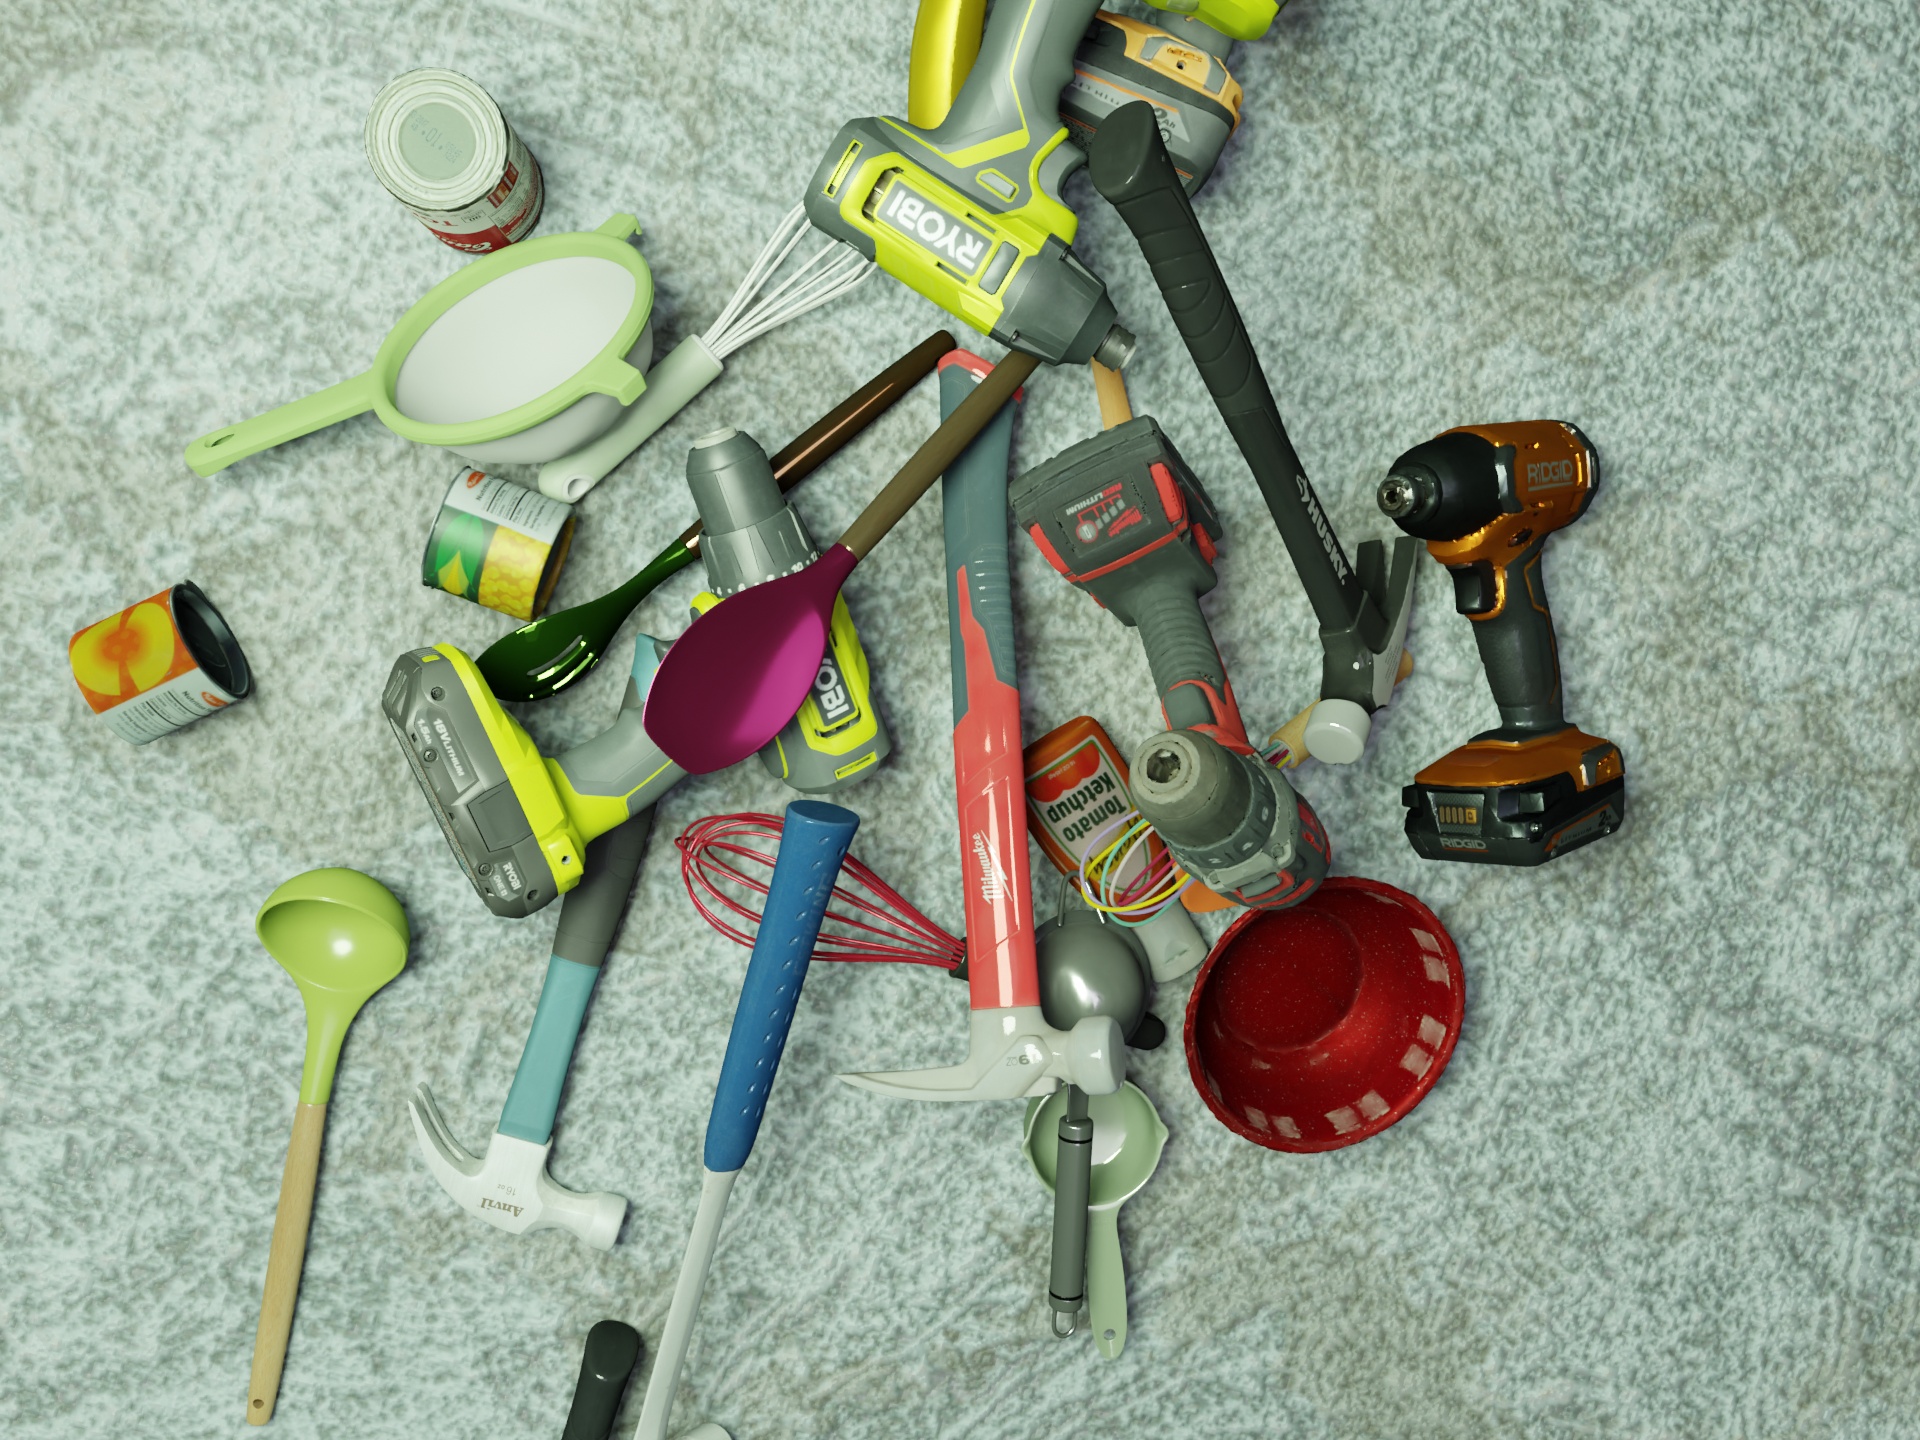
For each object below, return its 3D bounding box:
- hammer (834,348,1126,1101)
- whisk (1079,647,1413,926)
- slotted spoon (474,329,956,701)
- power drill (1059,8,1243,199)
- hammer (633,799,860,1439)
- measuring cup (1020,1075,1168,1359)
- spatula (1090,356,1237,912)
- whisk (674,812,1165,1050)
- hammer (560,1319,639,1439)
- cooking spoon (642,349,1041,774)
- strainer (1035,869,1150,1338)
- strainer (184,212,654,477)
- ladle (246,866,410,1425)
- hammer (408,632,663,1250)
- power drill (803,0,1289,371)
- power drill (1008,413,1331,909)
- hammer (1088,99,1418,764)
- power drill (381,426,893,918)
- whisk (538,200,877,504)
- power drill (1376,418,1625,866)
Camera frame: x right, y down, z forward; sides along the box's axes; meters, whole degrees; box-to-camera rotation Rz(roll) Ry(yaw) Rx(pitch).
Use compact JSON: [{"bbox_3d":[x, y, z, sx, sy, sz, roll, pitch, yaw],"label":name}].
[{"bbox_3d":[-0.001,-0.003,0.818,0.143,0.038,0.386,-7,77,18],"label":"hammer"},{"bbox_3d":[0.160,0.031,0.847,0.245,0.047,0.051,-35,97,-23],"label":"whisk"},{"bbox_3d":[-0.125,-0.108,0.842,0.314,0.070,0.031,-40,73,-6],"label":"slotted spoon"},{"bbox_3d":[0.096,-0.409,0.822,0.185,0.084,0.226,24,88,-5],"label":"power drill"},{"bbox_3d":[-0.126,0.236,0.808,0.035,0.144,0.405,22,102,32],"label":"hammer"},{"bbox_3d":[0.076,0.275,0.899,0.083,0.038,0.167,-6,97,-5],"label":"measuring cup"},{"bbox_3d":[0.115,-0.058,0.871,0.081,0.041,0.322,-15,95,-20],"label":"spatula"},{"bbox_3d":[-0.019,0.122,0.866,0.295,0.073,0.073,23,92,-12],"label":"whisk"},{"bbox_3d":[-0.243,0.533,0.861,0.036,0.149,0.409,16,84,-7],"label":"hammer"},{"bbox_3d":[-0.040,-0.101,0.792,0.068,0.017,0.319,47,74,-22],"label":"cooking spoon"},{"bbox_3d":[0.065,0.211,0.852,0.086,0.050,0.258,-1,100,-23],"label":"strainer"},{"bbox_3d":[-0.262,-0.156,0.806,0.256,0.152,0.069,-18,139,8],"label":"strainer"},{"bbox_3d":[-0.353,0.231,0.846,0.078,0.062,0.320,11,96,-6],"label":"ladle"},{"bbox_3d":[-0.202,0.116,0.861,0.128,0.033,0.331,17,93,-8],"label":"hammer"},{"bbox_3d":[0.053,-0.289,0.749,0.171,0.080,0.223,31,101,-6],"label":"power drill"},{"bbox_3d":[0.097,-0.027,0.740,0.080,0.187,0.227,-25,65,17],"label":"power drill"},{"bbox_3d":[0.147,-0.143,0.772,0.334,0.035,0.146,56,46,-32],"label":"hammer"},{"bbox_3d":[-0.159,-0.022,0.789,0.228,0.080,0.190,-28,111,-21],"label":"power drill"},{"bbox_3d":[-0.128,-0.200,0.838,0.246,0.057,0.059,-41,63,2],"label":"whisk"},{"bbox_3d":[0.278,-0.042,0.838,0.164,0.084,0.226,-12,98,-41],"label":"power drill"}]
